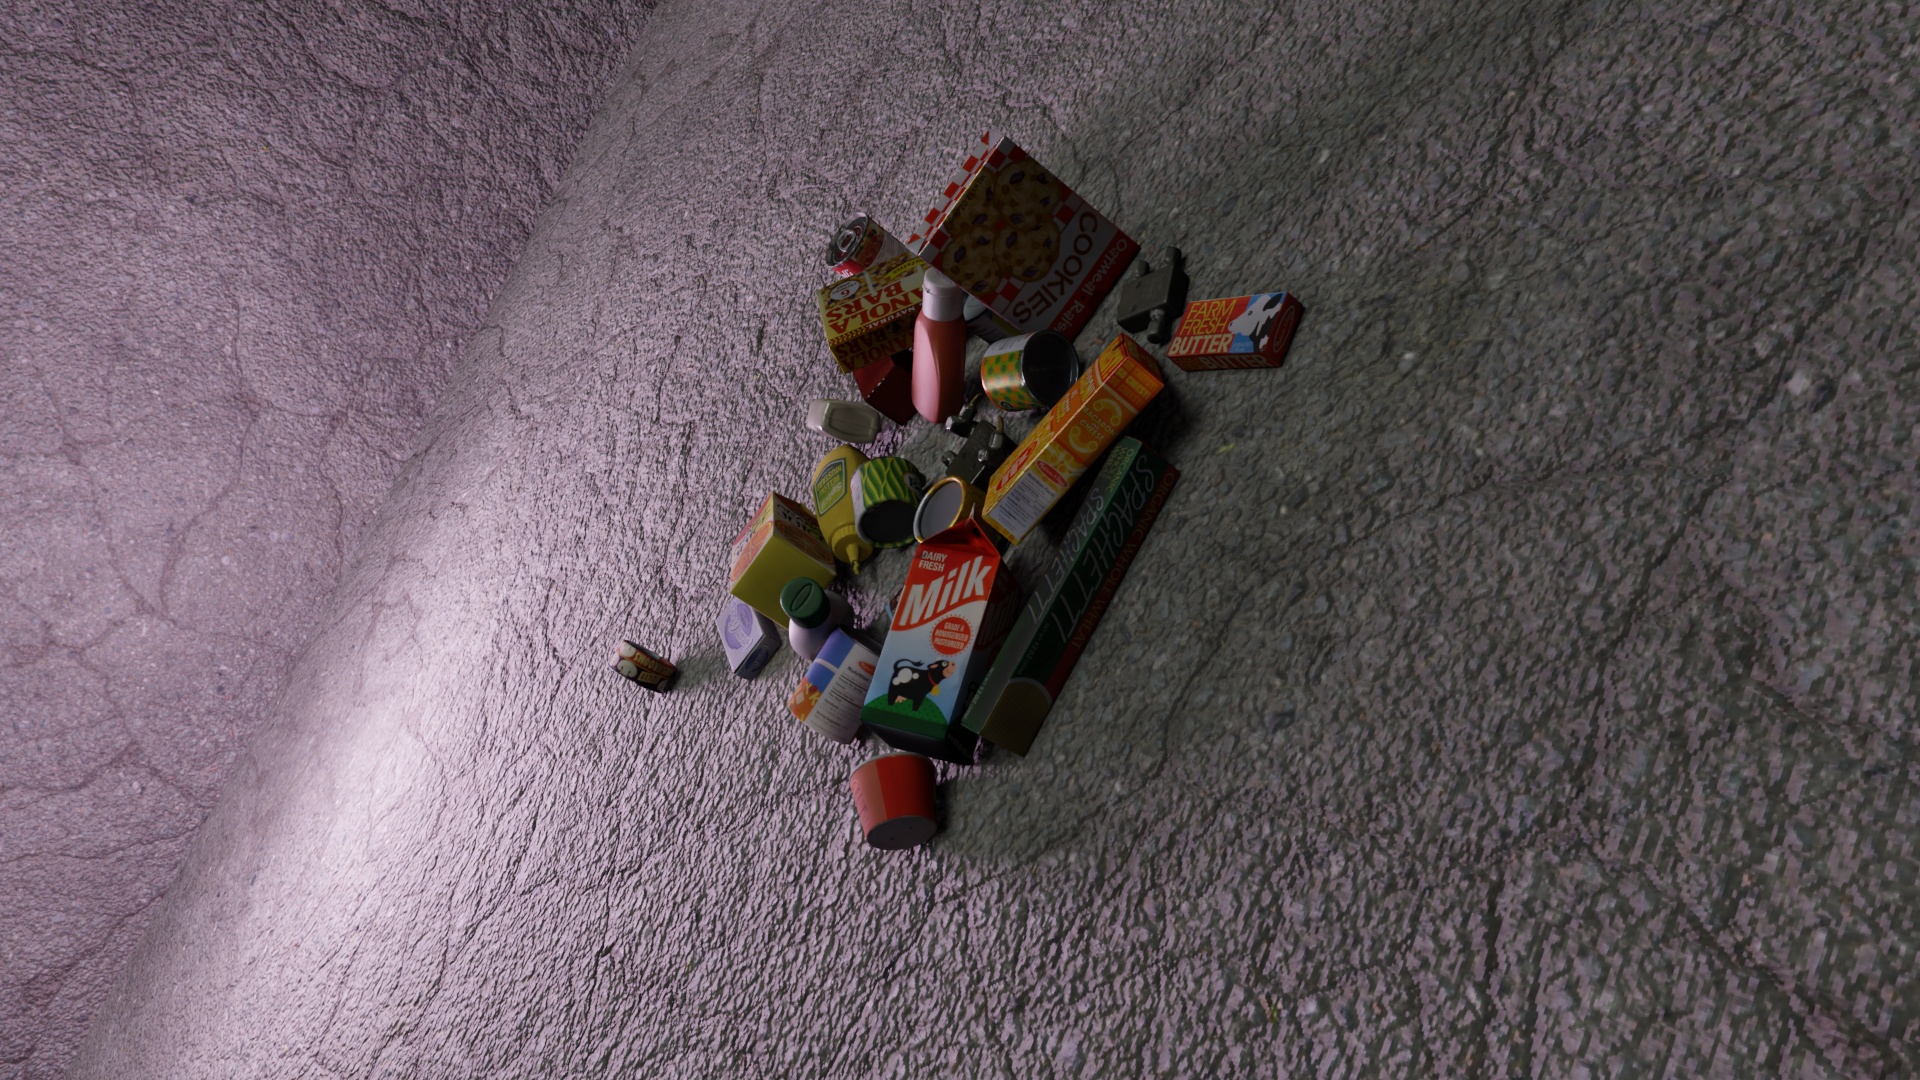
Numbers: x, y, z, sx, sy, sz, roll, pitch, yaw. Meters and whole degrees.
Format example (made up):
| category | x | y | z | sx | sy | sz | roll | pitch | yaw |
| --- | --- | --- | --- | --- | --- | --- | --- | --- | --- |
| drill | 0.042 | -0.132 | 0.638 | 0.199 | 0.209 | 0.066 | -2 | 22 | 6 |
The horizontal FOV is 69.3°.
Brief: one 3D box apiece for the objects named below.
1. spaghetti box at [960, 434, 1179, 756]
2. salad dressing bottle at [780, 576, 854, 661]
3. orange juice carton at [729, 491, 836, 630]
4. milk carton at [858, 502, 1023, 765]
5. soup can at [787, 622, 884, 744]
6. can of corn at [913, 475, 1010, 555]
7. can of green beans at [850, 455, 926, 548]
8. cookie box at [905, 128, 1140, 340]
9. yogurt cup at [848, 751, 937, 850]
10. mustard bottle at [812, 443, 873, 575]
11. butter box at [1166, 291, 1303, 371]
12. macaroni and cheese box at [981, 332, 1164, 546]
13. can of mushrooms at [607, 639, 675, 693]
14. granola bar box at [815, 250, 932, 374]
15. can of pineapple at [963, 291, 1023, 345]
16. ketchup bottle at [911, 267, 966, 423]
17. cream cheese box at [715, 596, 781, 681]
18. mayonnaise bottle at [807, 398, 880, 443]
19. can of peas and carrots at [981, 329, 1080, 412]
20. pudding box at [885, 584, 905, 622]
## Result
| category | x | y | z | sx | sy | sz | roll | pitch | yaw |
| --- | --- | --- | --- | --- | --- | --- | --- | --- | --- |
| spaghetti box | 0.083 | 0.040 | 1.033 | 0.029 | 0.050 | 0.250 | 24 | 83 | 55 |
| salad dressing bottle | -0.127 | 0.067 | 1.215 | 0.064 | 0.044 | 0.147 | -54 | -12 | -12 |
| orange juice carton | -0.174 | 0.012 | 1.353 | 0.071 | 0.073 | 0.193 | -53 | 17 | 9 |
| milk carton | -0.007 | 0.069 | 1.084 | 0.073 | 0.072 | 0.191 | 10 | 68 | 22 |
| soup can | -0.100 | 0.122 | 1.194 | 0.083 | 0.071 | 0.071 | -57 | 32 | 2 |
| can of corn | 0.004 | -0.015 | 1.175 | 0.071 | 0.058 | 0.071 | -33 | 40 | 34 |
| can of green beans | -0.066 | -0.035 | 1.278 | 0.071 | 0.071 | 0.058 | -41 | 37 | 26 |
| cookie box | 0.056 | -0.254 | 1.204 | 0.122 | 0.167 | 0.040 | -54 | 30 | 8 |
| yogurt cup | -0.049 | 0.201 | 1.064 | 0.072 | 0.072 | 0.054 | -38 | 46 | 29 |
| mustard bottle | -0.107 | -0.026 | 1.340 | 0.065 | 0.049 | 0.161 | -41 | 36 | 23 |
| butter box | 0.207 | -0.158 | 1.055 | 0.103 | 0.024 | 0.053 | 6 | 68 | 54 |
| macaroni and cheese box | 0.087 | -0.083 | 1.094 | 0.166 | 0.040 | 0.124 | -48 | 8 | 15 |
| can of mushrooms | -0.345 | 0.137 | 1.507 | 0.071 | 0.071 | 0.033 | 23 | 82 | 57 |
| granola bar box | -0.057 | -0.241 | 1.396 | 0.165 | 0.039 | 0.125 | -22 | 38 | 3 |
| can of pineapple | 0.038 | -0.218 | 1.298 | 0.070 | 0.058 | 0.071 | -33 | 41 | 34 |
| ketchup bottle | -0.019 | -0.182 | 1.278 | 0.148 | 0.044 | 0.065 | 95 | 152 | -44 |
| cream cheese box | -0.217 | 0.093 | 1.412 | 0.053 | 0.024 | 0.104 | -52 | 33 | 11 |
| mayonnaise bottle | -0.127 | -0.125 | 1.428 | 0.148 | 0.065 | 0.041 | -154 | 77 | -72 |
| can of peas and carrots | 0.061 | -0.144 | 1.202 | 0.058 | 0.071 | 0.071 | -3 | 62 | 53 |
| pudding box | -0.030 | 0.068 | 1.177 | 0.049 | 0.030 | 0.084 | -49 | 33 | 16 |
